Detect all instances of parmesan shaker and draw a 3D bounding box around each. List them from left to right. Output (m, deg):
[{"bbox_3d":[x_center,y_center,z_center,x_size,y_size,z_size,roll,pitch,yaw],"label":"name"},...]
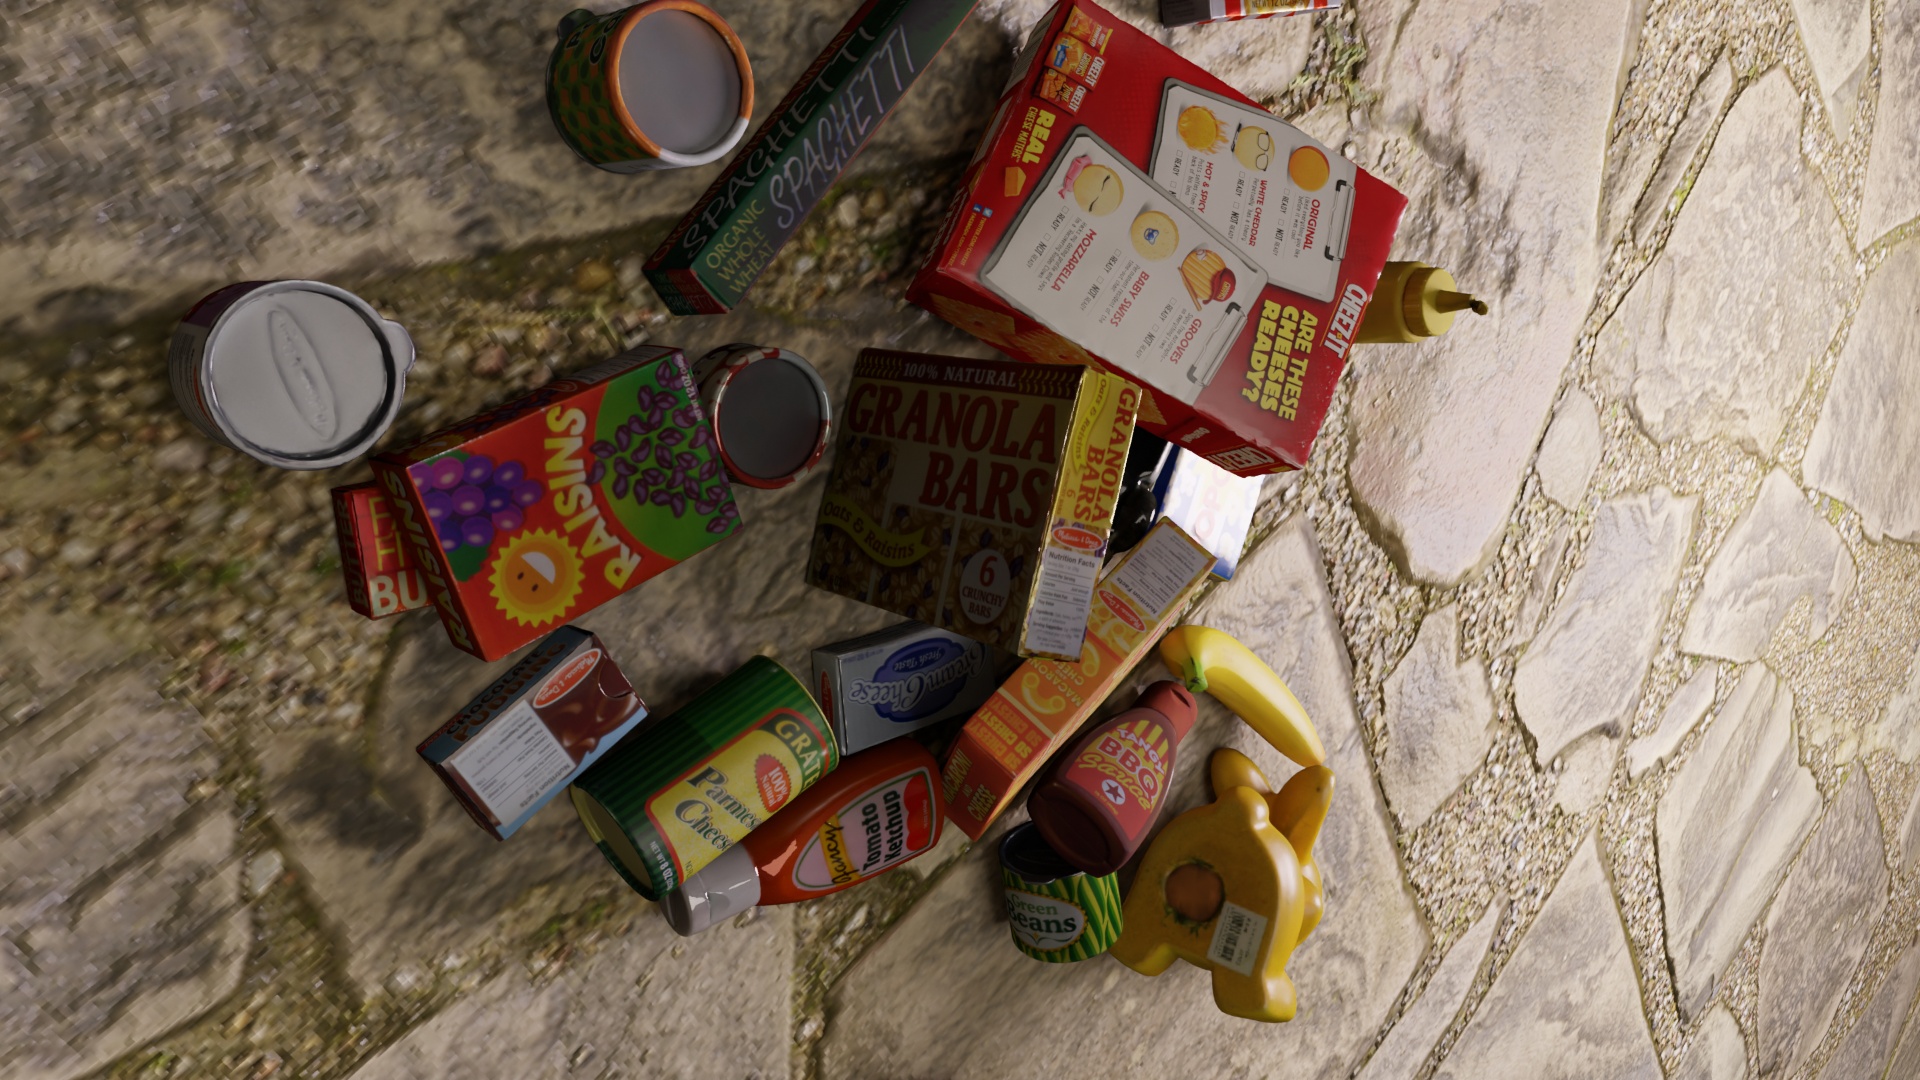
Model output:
[{"bbox_3d":[-0.115,0.110,0.636,0.103,0.071,0.071,-35,119,-30],"label":"parmesan shaker"}]

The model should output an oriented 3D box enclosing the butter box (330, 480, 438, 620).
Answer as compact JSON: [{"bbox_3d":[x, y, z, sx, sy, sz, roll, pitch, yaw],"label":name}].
[{"bbox_3d":[-0.199,-0.005,0.571,0.104,0.024,0.053,-13,106,-38],"label":"butter box"}]

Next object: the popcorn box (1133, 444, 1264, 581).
[{"bbox_3d":[0.145,-0.047,0.843,0.085,0.038,0.127,23,83,-40],"label":"popcorn box"}]

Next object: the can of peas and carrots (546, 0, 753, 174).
[{"bbox_3d":[-0.129,-0.189,0.573,0.071,0.059,0.070,-9,104,-39],"label":"can of peas and carrots"}]

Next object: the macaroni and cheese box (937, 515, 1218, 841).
[{"bbox_3d":[0.057,0.076,0.746,0.167,0.040,0.123,-43,167,-25],"label":"macaroni and cheese box"}]

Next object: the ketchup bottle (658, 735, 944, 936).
[{"bbox_3d":[-0.077,0.149,0.689,0.149,0.043,0.064,-18,116,-36],"label":"ketchup bottle"}]

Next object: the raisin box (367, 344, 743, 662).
[{"bbox_3d":[-0.158,-0.018,0.559,0.124,0.040,0.085,-31,118,-34],"label":"raisin box"}]

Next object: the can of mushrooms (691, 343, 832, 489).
[{"bbox_3d":[-0.096,-0.056,0.642,0.071,0.033,0.071,-9,105,-39],"label":"can of mushrooms"}]

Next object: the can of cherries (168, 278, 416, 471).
[{"bbox_3d":[-0.241,-0.061,0.502,0.072,0.058,0.071,-8,102,-39],"label":"can of cherries"}]

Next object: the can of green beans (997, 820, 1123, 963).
[{"bbox_3d":[0.058,0.199,0.797,0.071,0.071,0.057,-22,113,-35],"label":"can of green beans"}]

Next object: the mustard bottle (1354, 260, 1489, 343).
[{"bbox_3d":[0.242,-0.142,0.827,0.065,0.160,0.048,-18,108,-38],"label":"mustard bottle"}]

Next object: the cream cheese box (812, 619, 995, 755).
[{"bbox_3d":[-0.027,0.071,0.729,0.104,0.024,0.053,-15,108,-37],"label":"cream cheese box"}]

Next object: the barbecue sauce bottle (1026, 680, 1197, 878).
[{"bbox_3d":[0.095,0.129,0.803,0.065,0.043,0.149,45,36,6],"label":"barbecue sauce bottle"}]

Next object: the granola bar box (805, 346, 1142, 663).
[{"bbox_3d":[-0.001,-0.022,0.642,0.039,0.165,0.124,14,90,-40],"label":"granola bar box"}]

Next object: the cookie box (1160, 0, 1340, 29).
[{"bbox_3d":[0.163,-0.386,0.793,0.123,0.040,0.167,-20,111,-36],"label":"cookie box"}]

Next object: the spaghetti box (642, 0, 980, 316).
[{"bbox_3d":[-0.054,-0.203,0.639,0.028,0.050,0.251,47,69,-34],"label":"spaghetti box"}]

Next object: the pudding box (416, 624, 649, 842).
[{"bbox_3d":[-0.182,0.082,0.597,0.084,0.030,0.049,-43,122,-26],"label":"pudding box"}]
